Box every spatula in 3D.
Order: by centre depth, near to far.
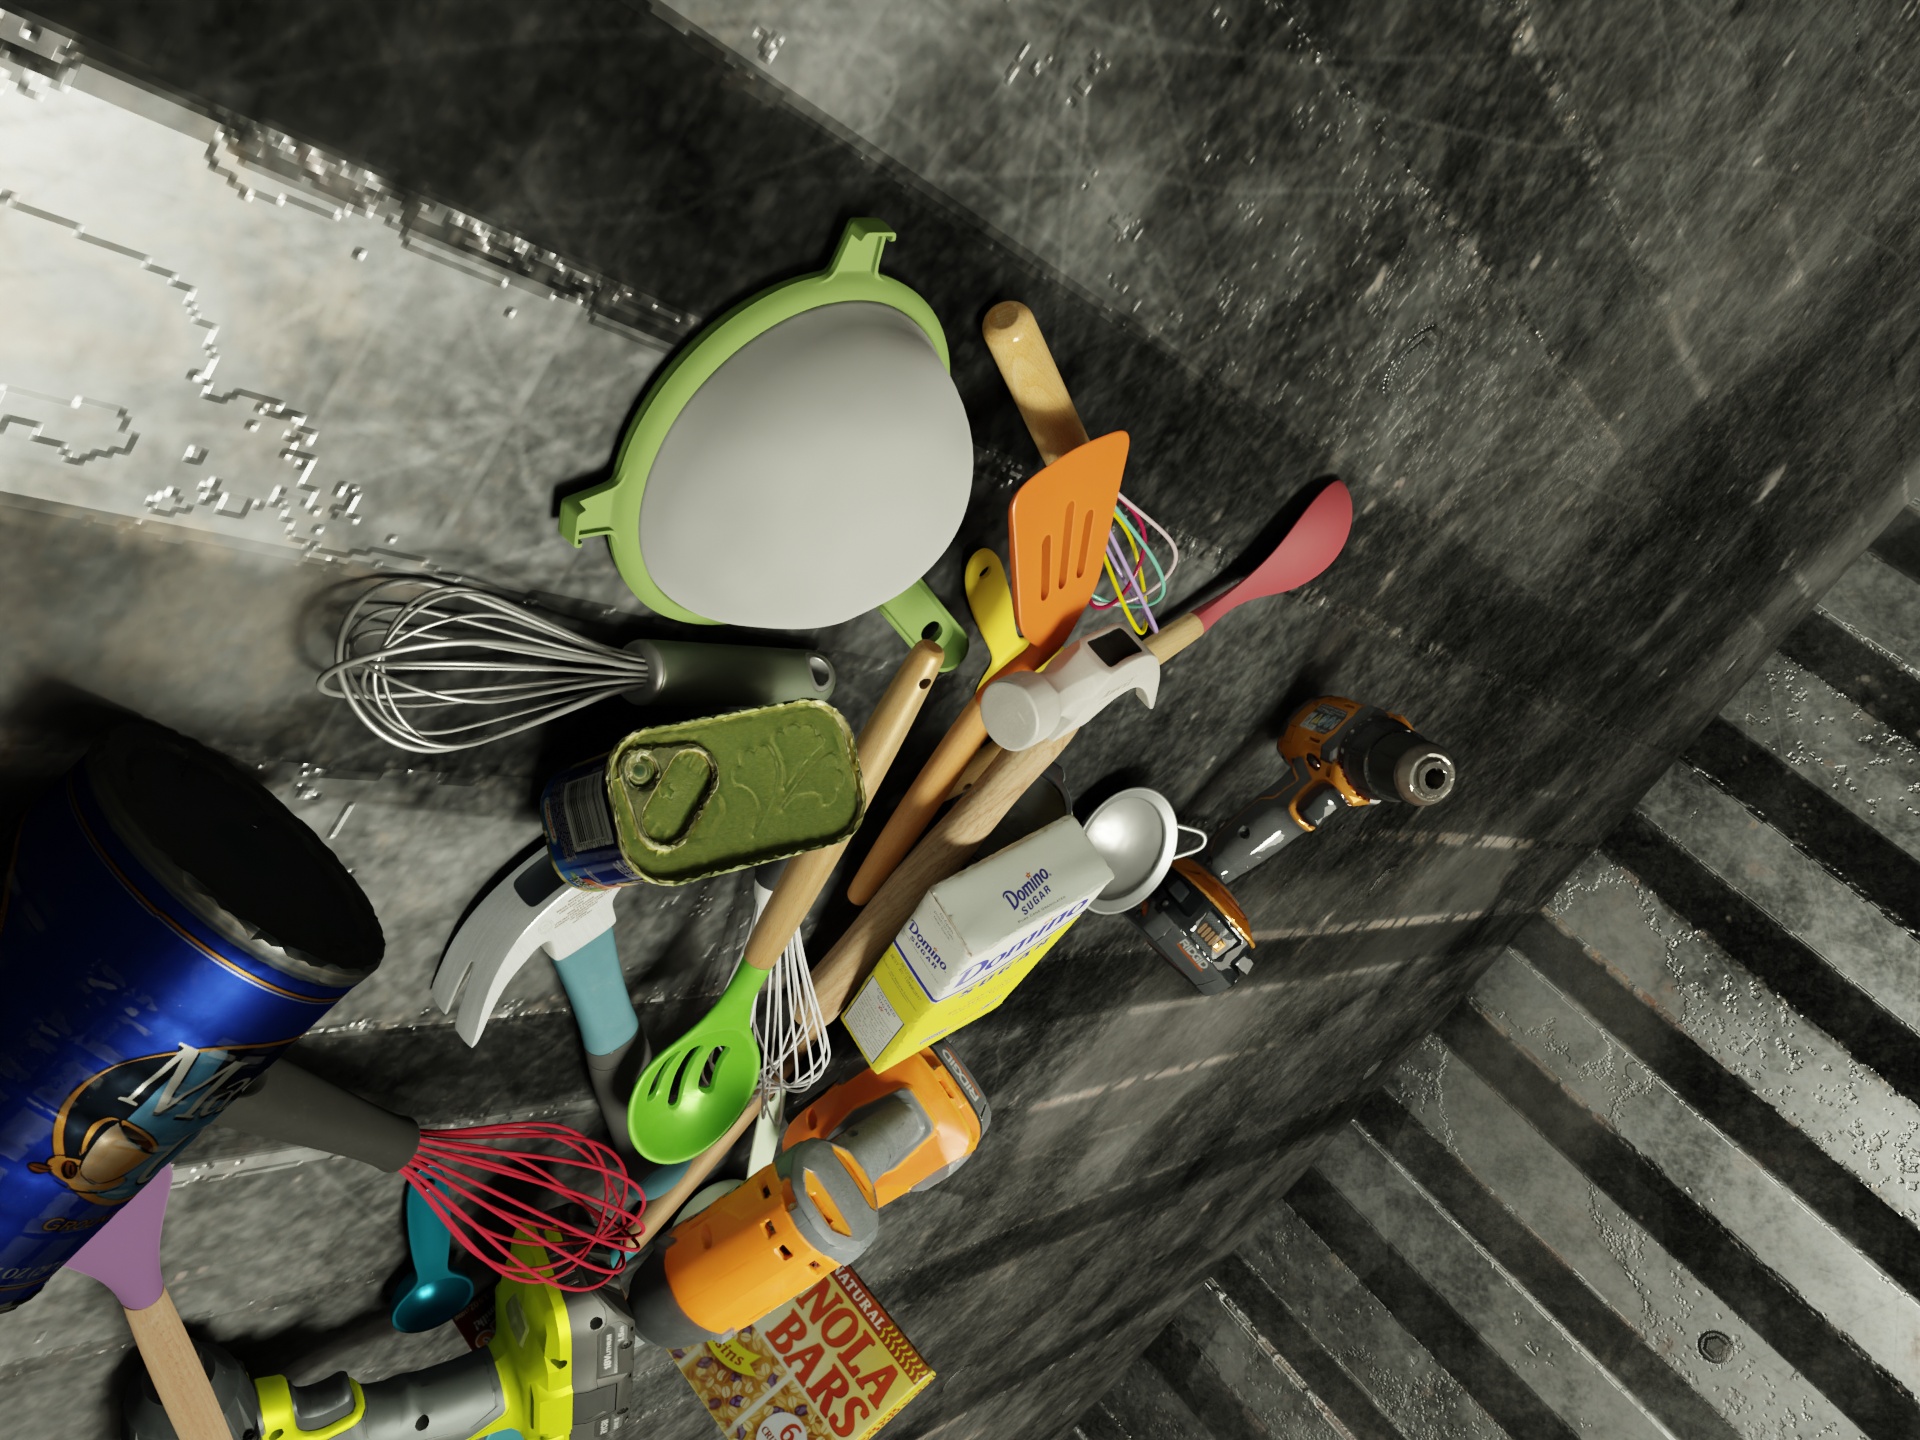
[{"bbox_3d":[-0.317,0.243,0.625,0.060,0.018,0.315,-25,132,-32],"label":"spatula"},{"bbox_3d":[-0.001,-0.002,0.745,0.081,0.041,0.322,-35,165,-41],"label":"spatula"},{"bbox_3d":[-0.175,0.301,0.946,0.317,0.044,0.082,-51,149,8],"label":"spatula"}]

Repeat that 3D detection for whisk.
[{"bbox_3d":[-0.124,-0.017,0.583,0.059,0.058,0.246,-20,170,30],"label":"whisk"},{"bbox_3d":[-0.224,0.185,0.671,0.073,0.073,0.295,-44,141,-2],"label":"whisk"},{"bbox_3d":[0.054,-0.108,0.714,0.047,0.051,0.244,-62,152,-14],"label":"whisk"},{"bbox_3d":[-0.090,0.103,0.779,0.070,0.070,0.284,-26,143,-33],"label":"whisk"}]

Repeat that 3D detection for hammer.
[{"bbox_3d":[-0.166,0.156,0.770,0.128,0.033,0.330,-33,151,-24],"label":"hammer"},{"bbox_3d":[-0.007,0.064,0.790,0.130,0.031,0.331,-26,161,-44],"label":"hammer"}]

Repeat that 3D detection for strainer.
[{"bbox_3d":[-0.030,-0.061,0.619,0.151,0.069,0.256,-45,152,-2],"label":"strainer"},{"bbox_3d":[0.047,0.090,0.972,0.258,0.050,0.086,-11,114,-39],"label":"strainer"}]

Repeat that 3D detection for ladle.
[{"bbox_3d":[0.112,-0.043,0.894,0.315,0.031,0.069,-33,151,-19],"label":"ladle"}]

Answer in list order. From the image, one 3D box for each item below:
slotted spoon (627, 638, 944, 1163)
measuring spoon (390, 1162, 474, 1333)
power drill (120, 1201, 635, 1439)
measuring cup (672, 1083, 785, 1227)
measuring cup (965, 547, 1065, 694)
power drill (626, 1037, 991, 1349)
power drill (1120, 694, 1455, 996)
[{"bbox_3d":[-0.080,0.089,0.722,0.070,0.031,0.313,4,128,-40],"label":"slotted spoon"},{"bbox_3d":[-0.267,0.258,0.794,0.042,0.021,0.128,-14,131,-32],"label":"measuring spoon"},{"bbox_3d":[-0.277,0.322,0.767,0.223,0.080,0.171,-12,132,-28],"label":"power drill"},{"bbox_3d":[-0.141,0.286,0.994,0.083,0.038,0.167,-9,120,-51],"label":"measuring cup"},{"bbox_3d":[0.028,-0.035,0.778,0.062,0.029,0.156,-41,154,-9],"label":"measuring cup"},{"bbox_3d":[-0.087,0.263,0.880,0.164,0.084,0.226,-38,173,21],"label":"power drill"},{"bbox_3d":[0.217,0.078,1.063,0.226,0.084,0.185,-43,-166,-3],"label":"power drill"}]
